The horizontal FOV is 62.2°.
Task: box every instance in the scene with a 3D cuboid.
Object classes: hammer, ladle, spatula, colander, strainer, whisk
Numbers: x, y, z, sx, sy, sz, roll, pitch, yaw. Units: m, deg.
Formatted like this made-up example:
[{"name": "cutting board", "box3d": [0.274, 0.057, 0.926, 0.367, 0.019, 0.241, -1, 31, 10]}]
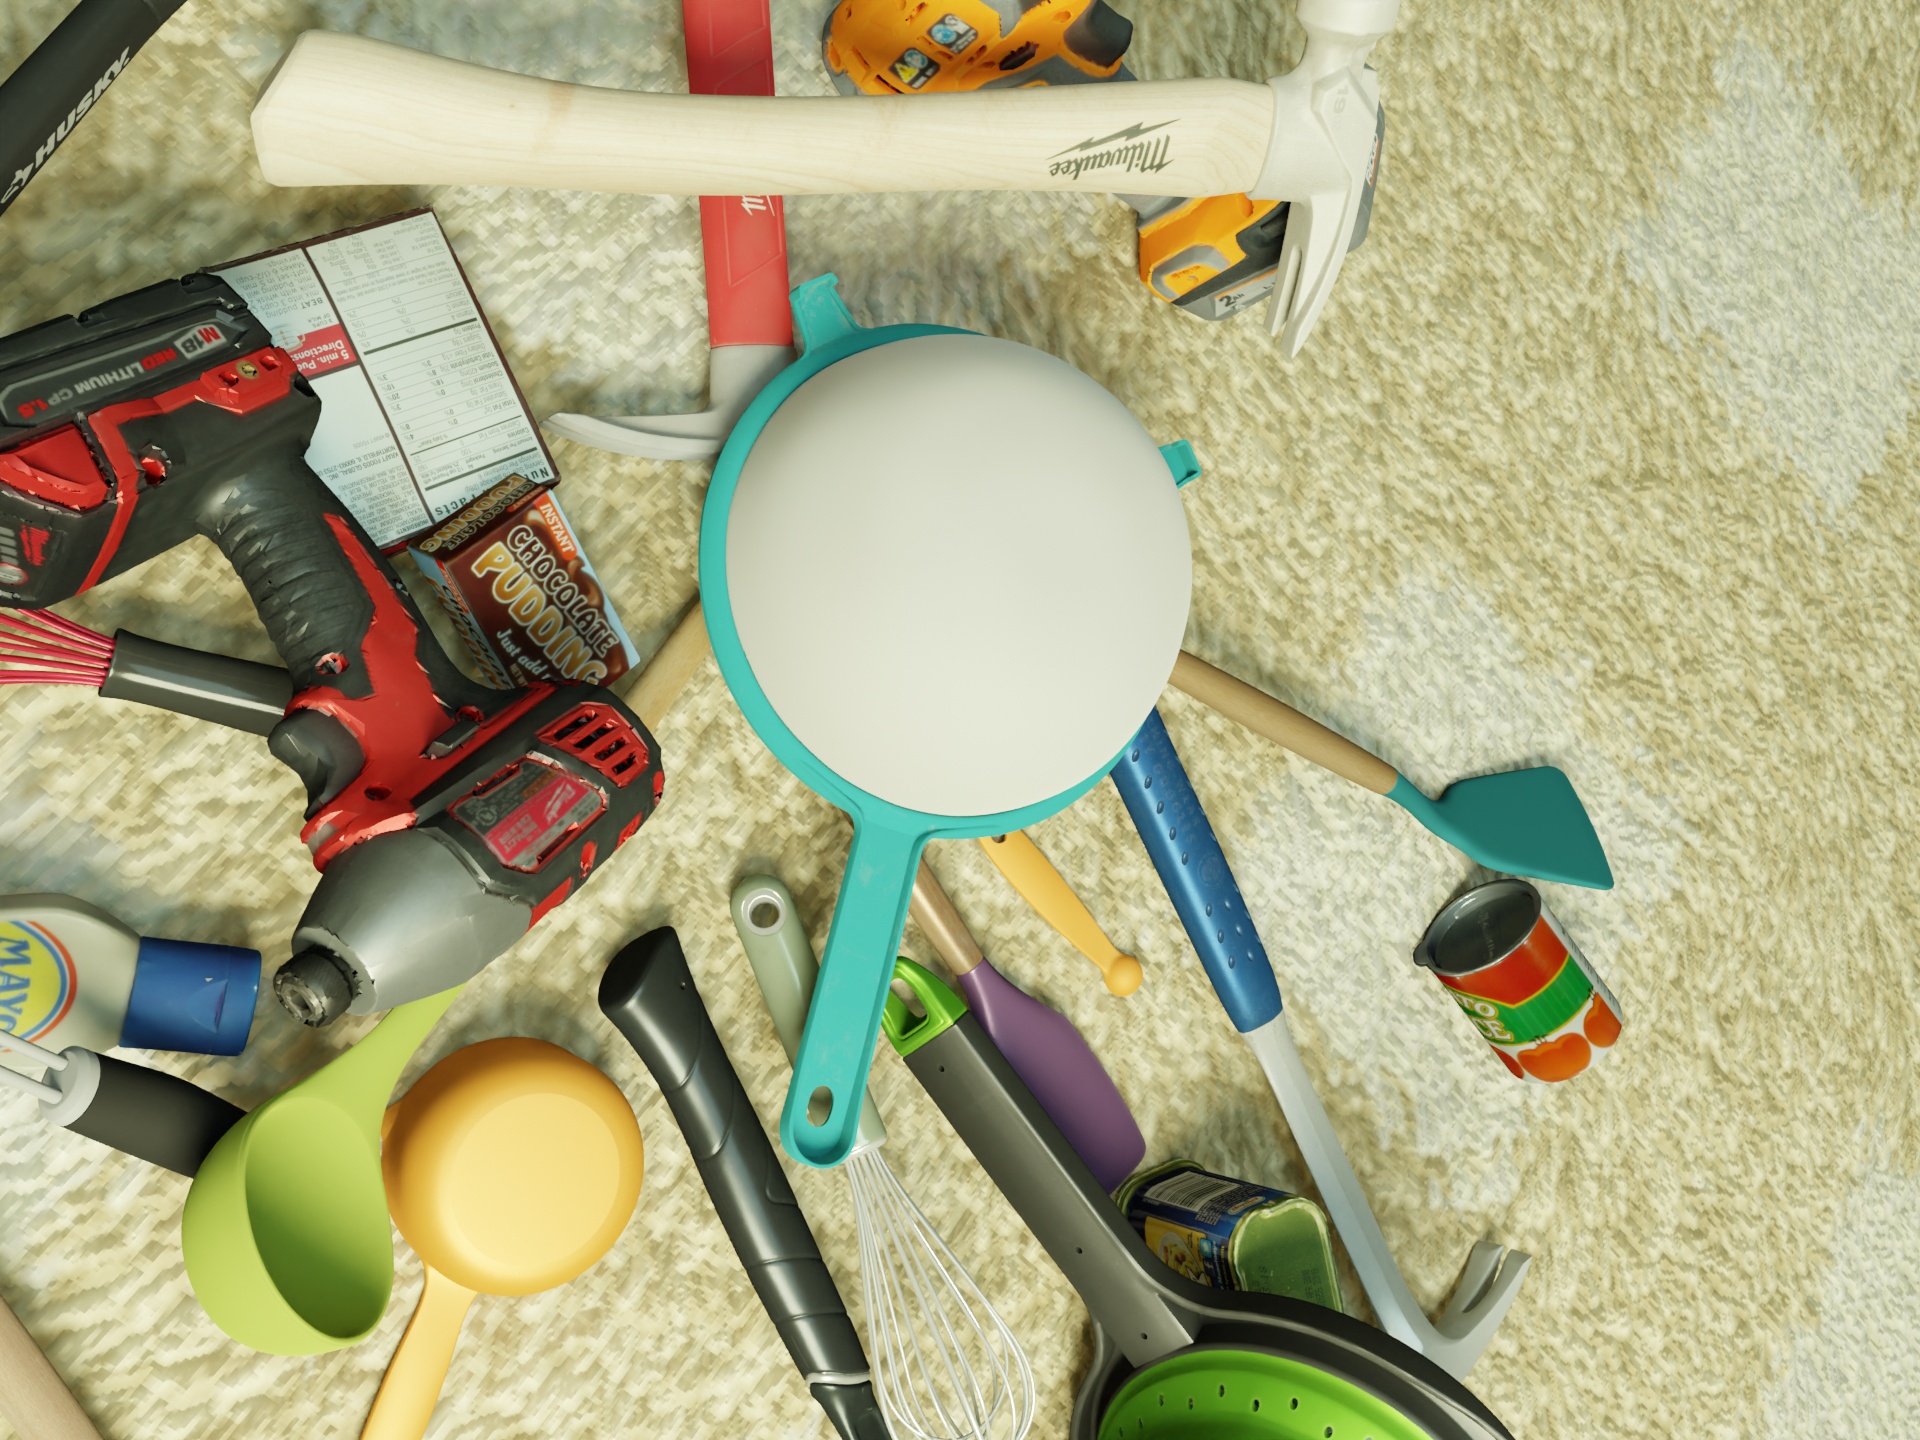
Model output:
[{"name": "hammer", "box3d": [-0.035, 0.268, 0.613, 0.409, 0.036, 0.149, 65, 26, -1]}, {"name": "ladle", "box3d": [-0.149, 0.063, 0.552, 0.320, 0.062, 0.078, -60, 141, -34]}, {"name": "hammer", "box3d": [-0.264, -0.245, 0.519, 0.035, 0.146, 0.335, 32, 63, -20]}, {"name": "hammer", "box3d": [0.149, 0.147, 0.749, 0.144, 0.035, 0.405, -30, 100, -27]}, {"name": "spatula", "box3d": [-0.011, 0.084, 0.670, 0.060, 0.018, 0.315, -39, 108, -23]}, {"name": "colander", "box3d": [0.071, 0.269, 0.615, 0.397, 0.204, 0.094, 52, 35, 4]}, {"name": "hammer", "box3d": [-0.040, -0.206, 0.594, 0.410, 0.038, 0.146, -4, 128, -13]}, {"name": "strainer", "box3d": [-0.001, -0.002, 0.593, 0.210, 0.095, 0.340, 20, 74, -23]}, {"name": "spatula", "box3d": [0.196, 0.012, 0.768, 0.317, 0.044, 0.082, 24, 40, -31]}, {"name": "hammer", "box3d": [-0.108, -0.298, 0.626, 0.143, 0.038, 0.386, -6, 95, -28]}, {"name": "whisk", "box3d": [-0.036, 0.173, 0.616, 0.058, 0.059, 0.246, -22, 79, -10]}, {"name": "whisk", "box3d": [-0.295, -0.024, 0.511, 0.295, 0.073, 0.073, 17, 77, -32]}]

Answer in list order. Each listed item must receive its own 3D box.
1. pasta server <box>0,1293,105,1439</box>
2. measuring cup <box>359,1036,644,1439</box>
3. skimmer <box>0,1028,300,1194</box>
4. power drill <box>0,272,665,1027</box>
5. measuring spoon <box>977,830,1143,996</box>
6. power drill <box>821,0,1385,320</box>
[{"name": "pasta server", "box3d": [-0.306, 0.149, 0.466, 0.060, 0.040, 0.316, -44, 120, -47]}, {"name": "measuring cup", "box3d": [-0.171, 0.198, 0.557, 0.095, 0.052, 0.174, 27, 71, -24]}, {"name": "skimmer", "box3d": [-0.306, 0.080, 0.420, 0.362, 0.090, 0.127, 57, 23, -52]}, {"name": "power drill", "box3d": [-0.205, -0.016, 0.482, 0.219, 0.078, 0.143, 48, 41, -6]}, {"name": "measuring spoon", "box3d": [0.045, 0.081, 0.712, 0.116, 0.011, 0.021, 49, 65, -16]}, {"name": "power drill", "box3d": [0.073, -0.272, 0.676, 0.226, 0.164, 0.084, 24, 69, -27]}]
